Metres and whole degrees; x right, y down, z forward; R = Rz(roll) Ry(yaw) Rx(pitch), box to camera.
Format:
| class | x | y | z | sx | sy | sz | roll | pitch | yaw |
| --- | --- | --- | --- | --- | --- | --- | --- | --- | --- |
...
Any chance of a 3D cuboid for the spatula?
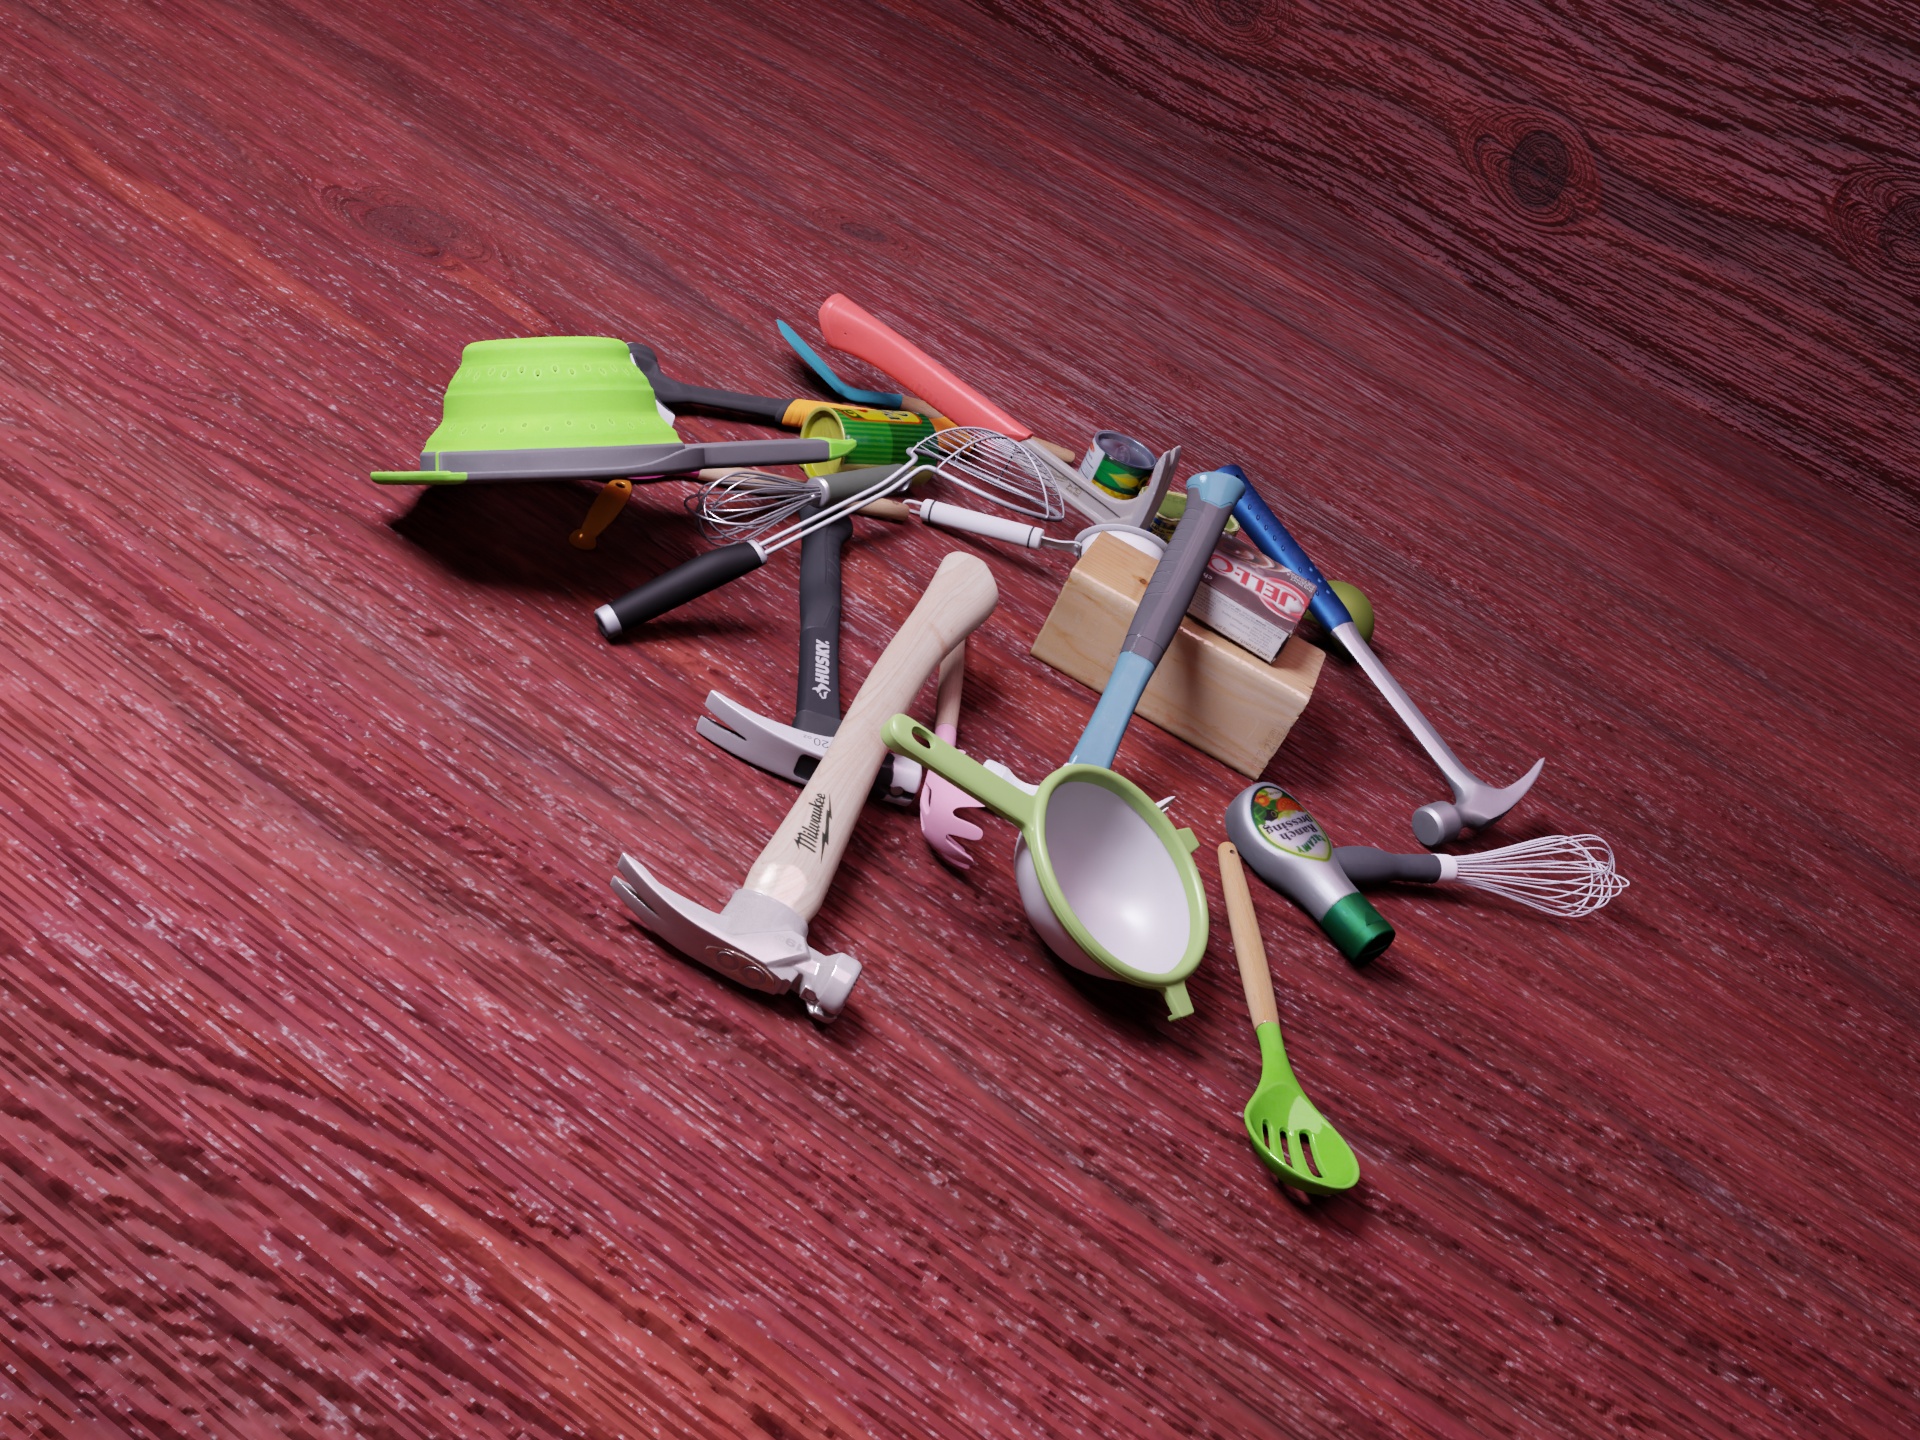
| class | x | y | z | sx | sy | sz | roll | pitch | yaw |
| --- | --- | --- | --- | --- | --- | --- | --- | --- | --- |
| spatula | -0.030 | -0.305 | 1.519 | 0.317 | 0.044 | 0.082 | 15 | 22 | -19 |

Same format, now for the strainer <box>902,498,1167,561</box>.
| class | x | y | z | sx | sy | sz | roll | pitch | yaw |
| --- | --- | --- | --- | --- | --- | --- | --- | --- | --- |
| strainer | 0.071 | -0.149 | 1.345 | 0.258 | 0.086 | 0.050 | 16 | 63 | 13 |

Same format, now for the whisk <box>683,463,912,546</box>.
| class | x | y | z | sx | sy | sz | roll | pitch | yaw |
| --- | --- | --- | --- | --- | --- | --- | --- | --- | --- |
| whisk | -0.116 | -0.174 | 1.222 | 0.059 | 0.057 | 0.246 | 29 | 28 | 27 |

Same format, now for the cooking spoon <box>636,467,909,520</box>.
| class | x | y | z | sx | sy | sz | roll | pitch | yaw |
| --- | --- | --- | --- | --- | --- | --- | --- | --- | --- |
| cooking spoon | -0.188 | -0.199 | 1.289 | 0.318 | 0.017 | 0.069 | 9 | 32 | -25 |

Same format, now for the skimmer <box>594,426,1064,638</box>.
| class | x | y | z | sx | sy | sz | roll | pitch | yaw |
| --- | --- | --- | --- | --- | --- | --- | --- | --- | --- |
| skimmer | -0.088 | -0.122 | 1.151 | 0.363 | 0.090 | 0.127 | -29 | 41 | -21 |

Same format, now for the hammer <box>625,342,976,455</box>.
| class | x | y | z | sx | sy | sz | roll | pitch | yaw |
| --- | --- | --- | --- | --- | --- | --- | --- | --- | --- |
| hammer | -0.129 | -0.267 | 1.409 | 0.336 | 0.034 | 0.127 | 2 | 39 | -32 |

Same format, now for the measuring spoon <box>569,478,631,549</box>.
| class | x | y | z | sx | sy | sz | roll | pitch | yaw |
| --- | --- | --- | --- | --- | --- | --- | --- | --- | --- |
| measuring spoon | -0.266 | -0.158 | 1.187 | 0.021 | 0.011 | 0.117 | 22 | 33 | -6 |

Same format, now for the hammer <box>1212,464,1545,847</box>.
| class | x | y | z | sx | sy | sz | roll | pitch | yaw |
| --- | --- | --- | --- | --- | --- | --- | --- | --- | --- |
| hammer | 0.342 | -0.072 | 1.380 | 0.144 | 0.035 | 0.406 | -15 | 59 | -29 |

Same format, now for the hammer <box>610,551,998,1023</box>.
| class | x | y | z | sx | sy | sz | roll | pitch | yaw |
| --- | --- | --- | --- | --- | --- | --- | --- | --- | --- |
| hammer | -0.068 | 0.005 | 1.013 | 0.146 | 0.038 | 0.411 | 29 | 42 | -2 |

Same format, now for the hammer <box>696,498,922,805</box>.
| class | x | y | z | sx | sy | sz | roll | pitch | yaw |
| --- | --- | --- | --- | --- | --- | --- | --- | --- | --- |
| hammer | -0.107 | -0.069 | 1.151 | 0.146 | 0.035 | 0.335 | 16 | 34 | -16 |

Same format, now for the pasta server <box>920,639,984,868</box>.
| class | x | y | z | sx | sy | sz | roll | pitch | yaw |
| --- | --- | --- | --- | --- | --- | --- | --- | --- | --- |
| pasta server | -0.002 | -0.004 | 1.128 | 0.040 | 0.060 | 0.316 | 14 | 30 | -5 |

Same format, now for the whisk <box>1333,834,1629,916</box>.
| class | x | y | z | sx | sy | sz | roll | pitch | yaw |
| --- | --- | --- | --- | --- | --- | --- | --- | --- | --- |
| whisk | 0.395 | 0.115 | 1.221 | 0.284 | 0.070 | 0.070 | 4 | 39 | -22 |

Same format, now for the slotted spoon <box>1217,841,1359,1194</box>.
| class | x | y | z | sx | sy | sz | roll | pitch | yaw |
| --- | --- | --- | --- | --- | --- | --- | --- | --- | --- |
| slotted spoon | 0.195 | 0.181 | 1.021 | 0.070 | 0.031 | 0.314 | 18 | 32 | -13 |

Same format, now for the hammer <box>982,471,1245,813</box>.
| class | x | y | z | sx | sy | sz | roll | pitch | yaw |
| --- | --- | --- | --- | --- | --- | --- | --- | --- | --- |
| hammer | 0.132 | -0.054 | 1.149 | 0.128 | 0.033 | 0.331 | 26 | 64 | 4 |

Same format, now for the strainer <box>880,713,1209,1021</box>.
| class | x | y | z | sx | sy | sz | roll | pitch | yaw |
| --- | --- | --- | --- | --- | --- | --- | --- | --- | --- |
| strainer | 0.041 | 0.080 | 0.977 | 0.256 | 0.069 | 0.152 | 34 | 41 | -22 |

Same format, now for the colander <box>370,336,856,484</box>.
| class | x | y | z | sx | sy | sz | roll | pitch | yaw |
| --- | --- | --- | --- | --- | --- | --- | --- | --- | --- |
| colander | -0.227 | -0.227 | 1.153 | 0.205 | 0.094 | 0.397 | 7 | 14 | 41 |

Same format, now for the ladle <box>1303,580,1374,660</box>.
| class | x | y | z | sx | sy | sz | roll | pitch | yaw |
| --- | --- | --- | --- | --- | --- | --- | --- | --- | --- |
| ladle | 0.234 | -0.097 | 1.422 | 0.320 | 0.062 | 0.078 | 1 | 60 | -22 |

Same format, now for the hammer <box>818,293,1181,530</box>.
| class | x | y | z | sx | sy | sz | roll | pitch | yaw |
| --- | --- | --- | --- | --- | --- | --- | --- | --- | --- |
| hammer | 0.021 | -0.273 | 1.396 | 0.359 | 0.149 | 0.037 | 39 | 37 | 14 |
